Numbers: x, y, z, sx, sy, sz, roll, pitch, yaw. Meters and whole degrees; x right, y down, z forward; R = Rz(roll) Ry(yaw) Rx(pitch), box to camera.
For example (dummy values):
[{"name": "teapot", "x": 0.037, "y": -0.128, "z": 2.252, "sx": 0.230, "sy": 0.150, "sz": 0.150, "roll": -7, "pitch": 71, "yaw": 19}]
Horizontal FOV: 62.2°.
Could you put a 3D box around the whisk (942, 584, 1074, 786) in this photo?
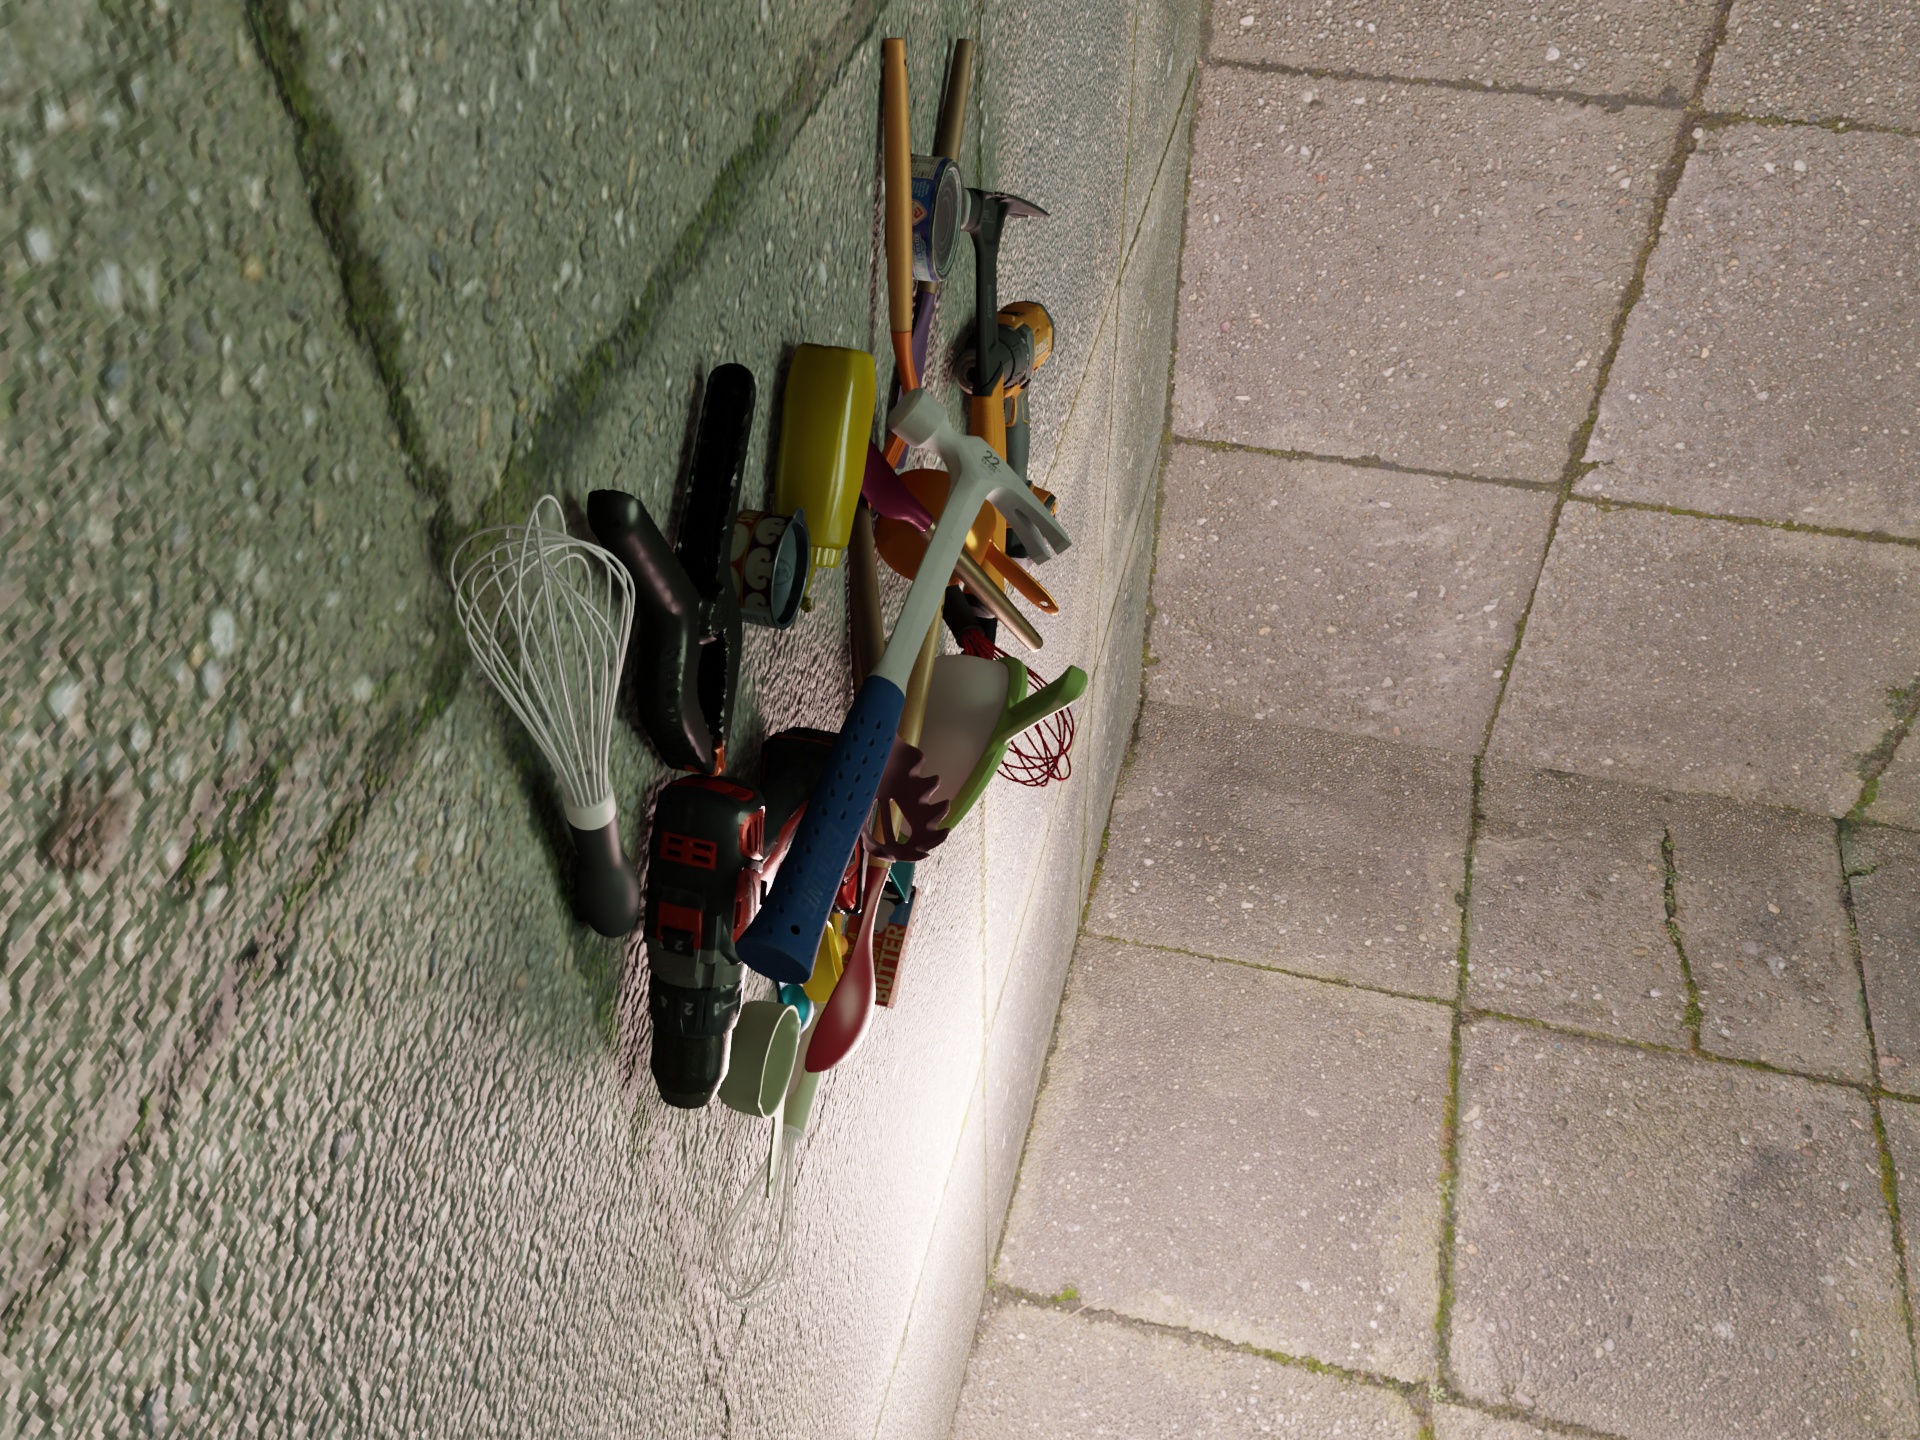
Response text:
[{"name": "whisk", "x": 0.014, "y": -0.052, "z": 1.218, "sx": 0.296, "sy": 0.073, "sz": 0.073, "roll": -118, "pitch": -159, "yaw": -44}]

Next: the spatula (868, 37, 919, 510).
[{"name": "spatula", "x": -0.050, "y": -0.292, "z": 1.087, "sx": 0.081, "sy": 0.041, "sz": 0.322, "roll": -62, "pitch": 155, "yaw": -60}]

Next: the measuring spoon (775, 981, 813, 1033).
[{"name": "measuring spoon", "x": -0.121, "y": 0.186, "z": 1.152, "sx": 0.128, "sy": 0.021, "sz": 0.042, "roll": 89, "pitch": 15, "yaw": -44}]

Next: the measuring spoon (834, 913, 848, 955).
[{"name": "measuring spoon", "x": -0.094, "y": 0.141, "z": 1.282, "sx": 0.021, "sy": 0.011, "sz": 0.116, "roll": -59, "pitch": 157, "yaw": -62}]

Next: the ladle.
[{"name": "ladle", "x": -0.047, "y": 0.066, "z": 0.997, "sx": 0.069, "sy": 0.031, "sz": 0.315, "roll": 41, "pitch": 60, "yaw": -75}]

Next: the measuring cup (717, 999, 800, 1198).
[{"name": "measuring cup", "x": -0.141, "y": 0.263, "z": 1.085, "sx": 0.083, "sy": 0.038, "sz": 0.167, "roll": -63, "pitch": 162, "yaw": -57}]

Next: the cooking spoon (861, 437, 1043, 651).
[{"name": "cooking spoon", "x": -0.013, "y": -0.127, "z": 1.120, "sx": 0.318, "sy": 0.017, "sz": 0.069, "roll": 43, "pitch": 28, "yaw": -51}]

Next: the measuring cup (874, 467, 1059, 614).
[{"name": "measuring cup", "x": 0.008, "y": -0.117, "z": 1.214, "sx": 0.173, "sy": 0.095, "sz": 0.052, "roll": 39, "pitch": 53, "yaw": -25}]

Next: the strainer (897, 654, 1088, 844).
[{"name": "strainer", "x": -0.002, "y": -0.003, "z": 1.029, "sx": 0.256, "sy": 0.069, "sz": 0.151, "roll": -32, "pitch": -149, "yaw": 63}]

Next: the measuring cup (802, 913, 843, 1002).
[{"name": "measuring cup", "x": -0.106, "y": 0.170, "z": 1.199, "sx": 0.156, "sy": 0.029, "sz": 0.062, "roll": -121, "pitch": -163, "yaw": -81}]

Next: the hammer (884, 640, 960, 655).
[{"name": "hammer", "x": -0.020, "y": -0.004, "z": 1.356, "sx": 0.410, "sy": 0.038, "sz": 0.146, "roll": -40, "pitch": 130, "yaw": -82}]

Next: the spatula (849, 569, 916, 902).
[{"name": "spatula", "x": -0.062, "y": 0.005, "z": 1.239, "sx": 0.082, "sy": 0.044, "sz": 0.317, "roll": -81, "pitch": 173, "yaw": -50}]

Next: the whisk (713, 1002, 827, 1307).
[{"name": "whisk", "x": -0.130, "y": 0.312, "z": 1.177, "sx": 0.058, "sy": 0.059, "sz": 0.247, "roll": -33, "pitch": -149, "yaw": 41}]

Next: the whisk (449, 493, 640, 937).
[{"name": "whisk", "x": -0.164, "y": 0.015, "z": 0.687, "sx": 0.284, "sy": 0.070, "sz": 0.070, "roll": 95, "pitch": 10, "yaw": -52}]

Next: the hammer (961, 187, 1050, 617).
[{"name": "hammer", "x": 0.025, "y": -0.251, "z": 1.286, "sx": 0.127, "sy": 0.034, "sz": 0.336, "roll": -19, "pitch": 113, "yaw": -56}]

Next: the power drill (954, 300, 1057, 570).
[{"name": "power drill", "x": 0.036, "y": -0.251, "z": 1.431, "sx": 0.185, "sy": 0.084, "sz": 0.226, "roll": -55, "pitch": 149, "yaw": -61}]

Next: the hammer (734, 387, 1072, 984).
[{"name": "hammer", "x": -0.035, "y": -0.023, "z": 0.931, "sx": 0.035, "sy": 0.144, "sz": 0.406, "roll": -30, "pitch": -149, "yaw": 45}]

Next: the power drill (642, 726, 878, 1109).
[{"name": "power drill", "x": -0.121, "y": 0.107, "z": 0.945, "sx": 0.227, "sy": 0.080, "sz": 0.188, "roll": -38, "pitch": 136, "yaw": -70}]

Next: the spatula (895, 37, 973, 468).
[{"name": "spatula", "x": -0.022, "y": -0.346, "z": 1.188, "sx": 0.060, "sy": 0.018, "sz": 0.316, "roll": -26, "pitch": 126, "yaw": -78}]

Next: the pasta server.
[{"name": "pasta server", "x": -0.054, "y": -0.052, "z": 0.995, "sx": 0.040, "sy": 0.060, "sz": 0.316, "roll": 120, "pitch": -33, "yaw": -58}]
